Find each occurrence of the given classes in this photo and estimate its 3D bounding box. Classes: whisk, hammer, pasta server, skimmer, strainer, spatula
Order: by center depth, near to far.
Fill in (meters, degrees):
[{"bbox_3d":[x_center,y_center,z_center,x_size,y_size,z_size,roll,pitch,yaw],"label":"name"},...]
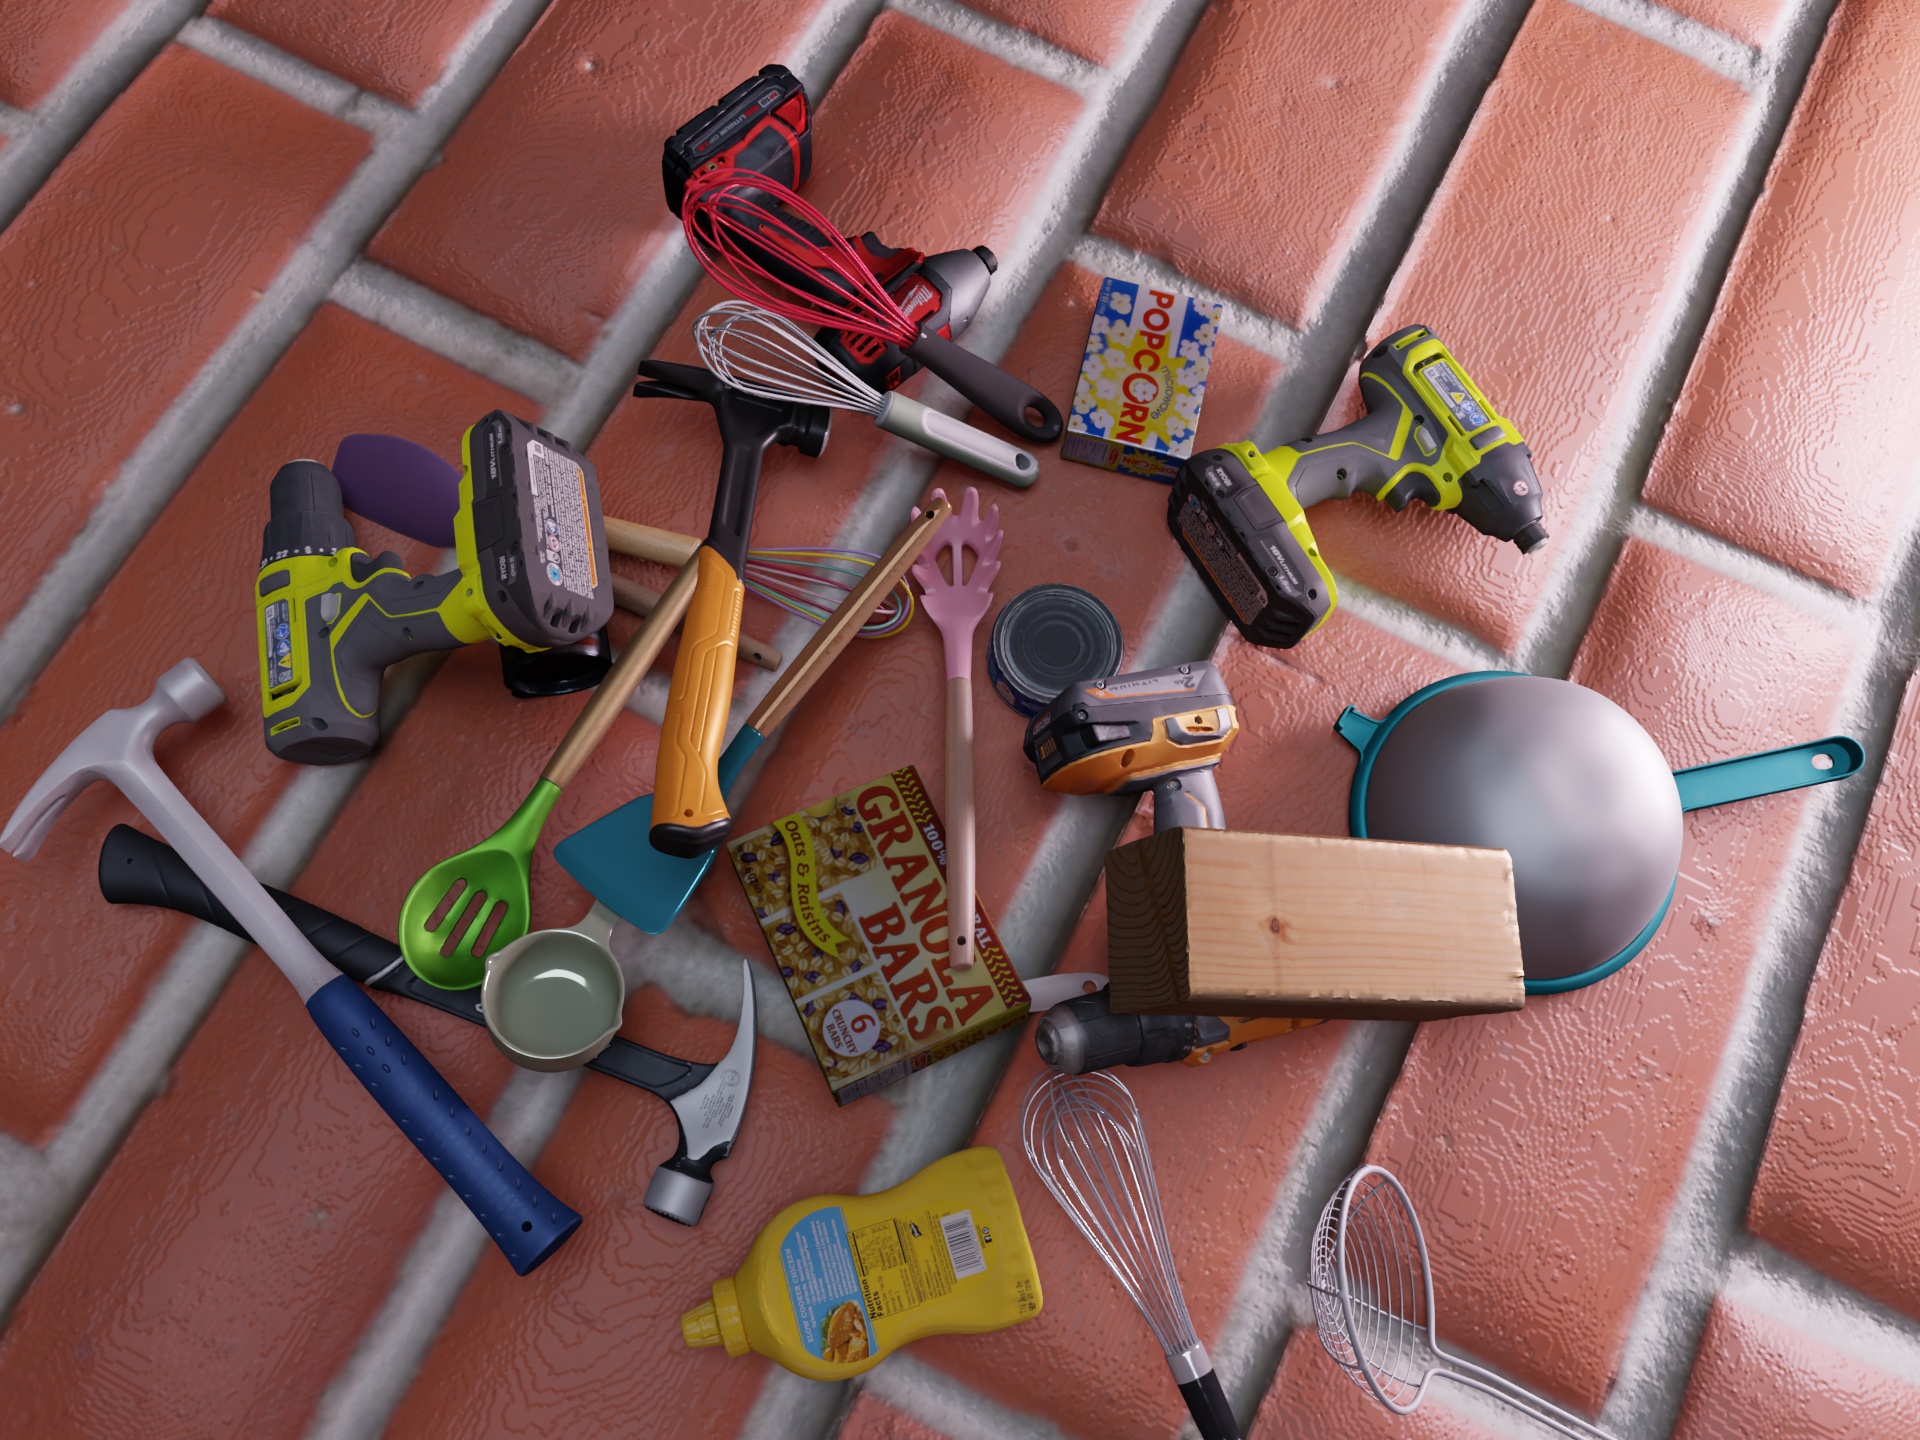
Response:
[{"bbox_3d":[0.347,0.371,0.862,0.363,0.090,0.127,28,40,3],"label":"skimmer"},{"bbox_3d":[-0.363,0.146,0.881,0.144,0.035,0.406,-42,77,-17],"label":"hammer"},{"bbox_3d":[0.113,0.324,0.882,0.070,0.070,0.285,-23,79,-11],"label":"whisk"},{"bbox_3d":[-0.310,0.146,0.922,0.409,0.036,0.149,21,70,3],"label":"hammer"},{"bbox_3d":[-0.151,-0.074,0.936,0.127,0.034,0.337,13,55,-16],"label":"hammer"},{"bbox_3d":[-0.106,-0.016,0.946,0.082,0.044,0.317,36,79,13],"label":"spatula"},{"bbox_3d":[-0.002,-0.003,0.960,0.060,0.040,0.316,-2,60,2],"label":"pasta server"},{"bbox_3d":[0.415,0.043,0.974,0.340,0.095,0.211,-11,72,-6],"label":"strainer"},{"bbox_3d":[-0.047,-0.250,0.998,0.295,0.073,0.073,26,68,-32],"label":"whisk"},{"bbox_3d":[-0.257,-0.103,1.012,0.316,0.018,0.059,25,107,2],"label":"spatula"},{"bbox_3d":[-0.148,-0.096,1.013,0.245,0.047,0.051,14,59,5],"label":"whisk"},{"bbox_3d":[-0.056,-0.203,1.013,0.246,0.059,0.058,20,66,-22],"label":"whisk"}]

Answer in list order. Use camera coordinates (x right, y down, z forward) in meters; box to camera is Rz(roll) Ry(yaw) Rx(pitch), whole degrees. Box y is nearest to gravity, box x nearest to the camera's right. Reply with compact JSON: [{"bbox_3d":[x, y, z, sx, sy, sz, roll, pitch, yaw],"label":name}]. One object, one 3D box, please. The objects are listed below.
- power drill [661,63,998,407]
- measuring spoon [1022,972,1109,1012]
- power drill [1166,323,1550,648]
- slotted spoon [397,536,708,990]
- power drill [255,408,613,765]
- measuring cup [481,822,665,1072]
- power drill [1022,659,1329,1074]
[{"bbox_3d":[-0.086,-0.328,1.077,0.143,0.078,0.220,-42,82,-14],"label":"power drill"},{"bbox_3d":[0.031,0.169,0.951,0.124,0.018,0.034,-6,64,-13],"label":"measuring spoon"},{"bbox_3d":[0.265,-0.146,1.039,0.223,0.080,0.171,-28,75,-15],"label":"power drill"},{"bbox_3d":[-0.225,0.018,0.938,0.070,0.031,0.314,34,70,-11],"label":"slotted spoon"},{"bbox_3d":[-0.325,-0.094,0.940,0.228,0.080,0.191,-18,71,23],"label":"power drill"},{"bbox_3d":[-0.208,0.126,0.906,0.083,0.038,0.168,26,53,4],"label":"measuring cup"},{"bbox_3d":[0.106,0.090,0.929,0.185,0.084,0.226,-10,74,-24],"label":"power drill"}]
